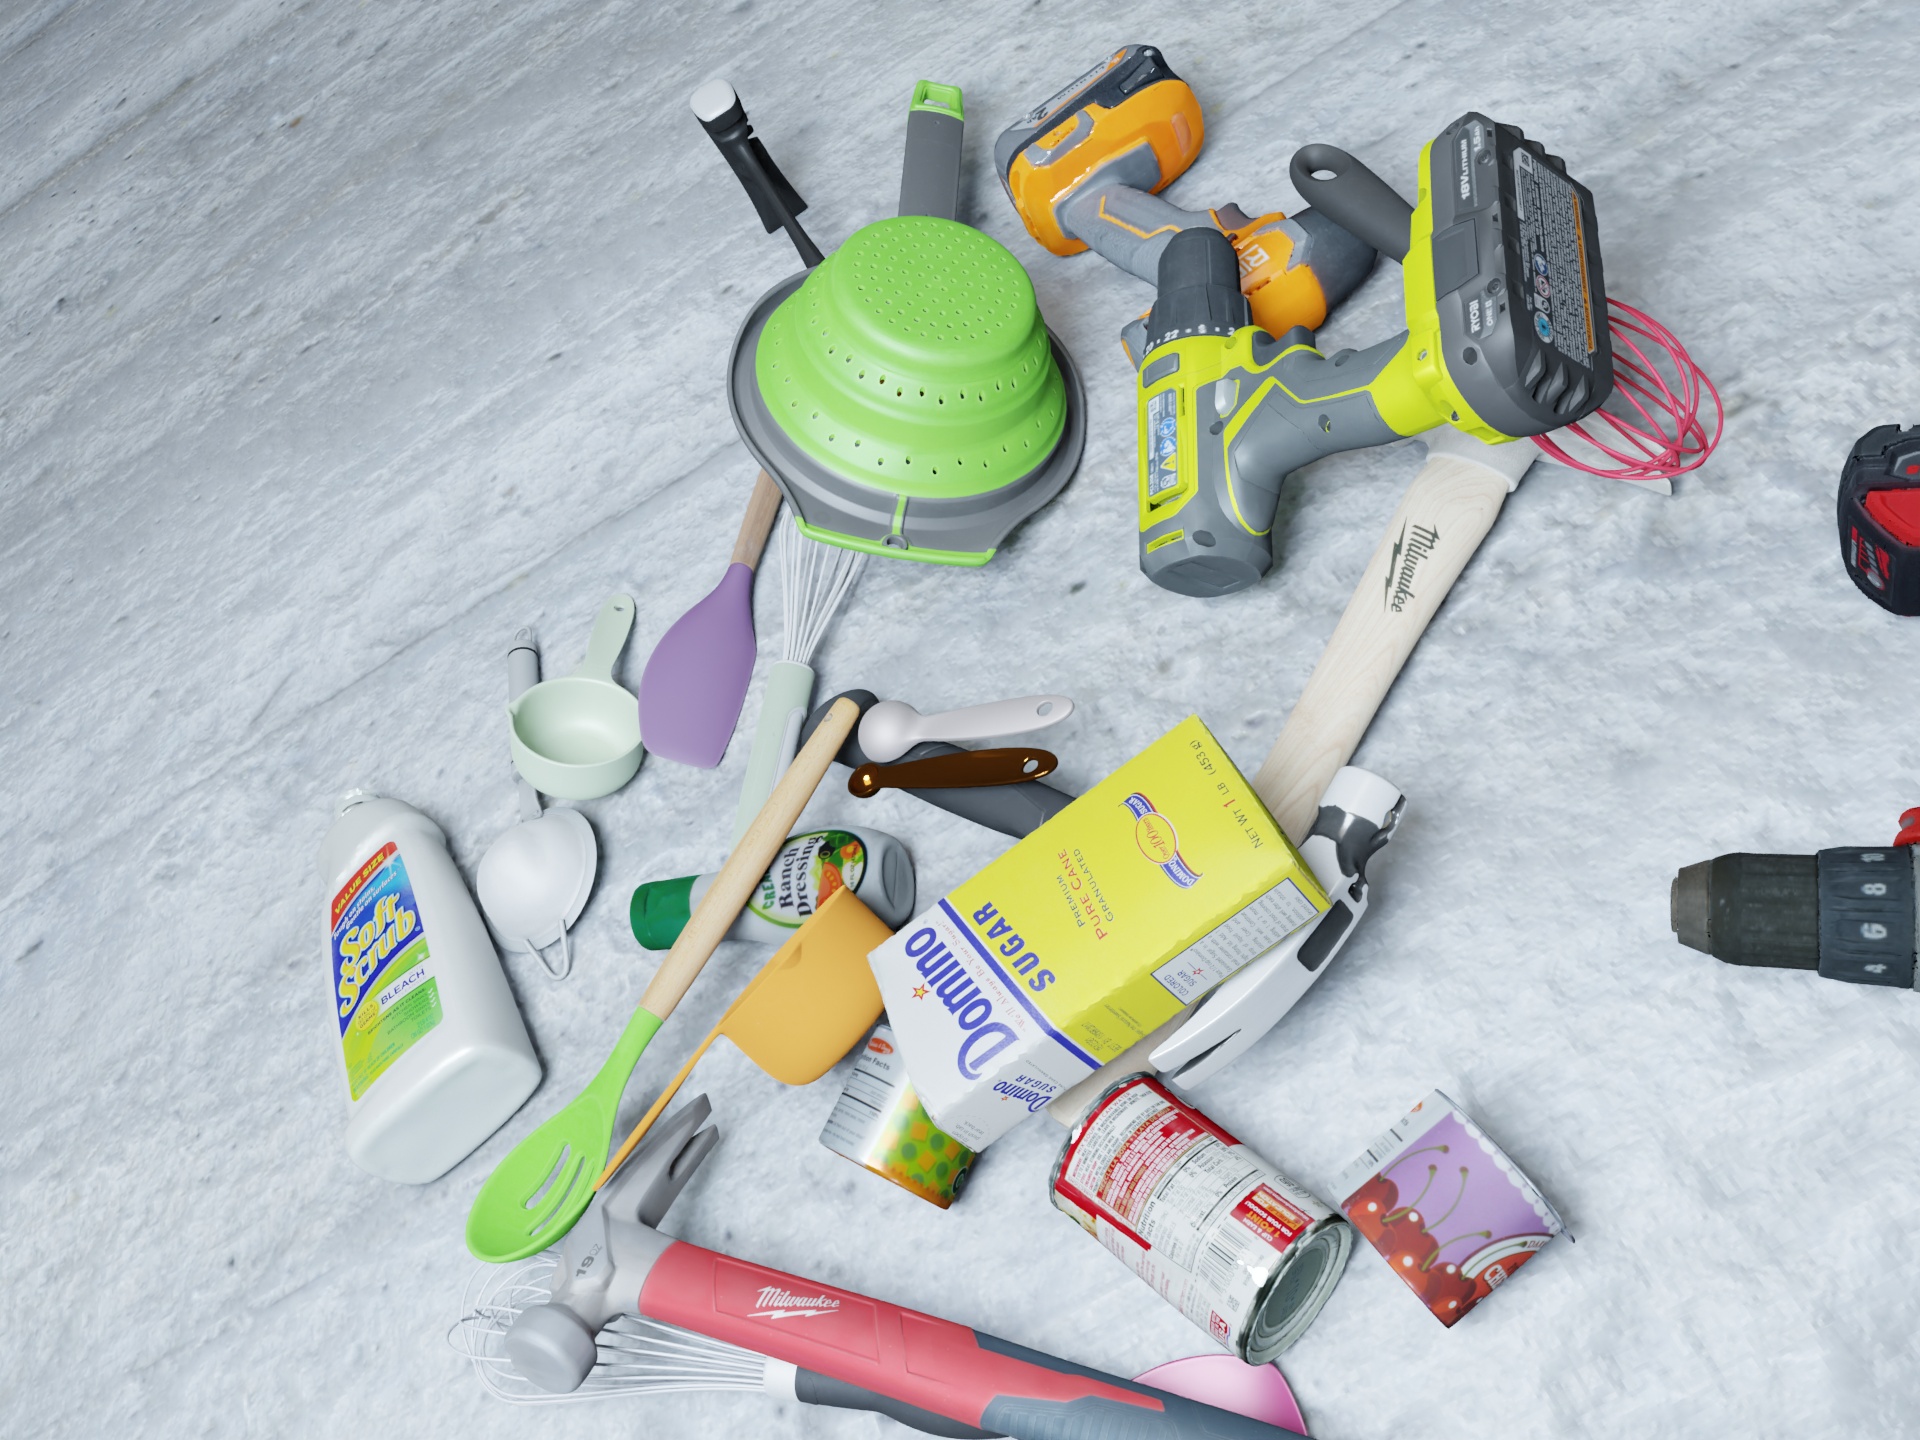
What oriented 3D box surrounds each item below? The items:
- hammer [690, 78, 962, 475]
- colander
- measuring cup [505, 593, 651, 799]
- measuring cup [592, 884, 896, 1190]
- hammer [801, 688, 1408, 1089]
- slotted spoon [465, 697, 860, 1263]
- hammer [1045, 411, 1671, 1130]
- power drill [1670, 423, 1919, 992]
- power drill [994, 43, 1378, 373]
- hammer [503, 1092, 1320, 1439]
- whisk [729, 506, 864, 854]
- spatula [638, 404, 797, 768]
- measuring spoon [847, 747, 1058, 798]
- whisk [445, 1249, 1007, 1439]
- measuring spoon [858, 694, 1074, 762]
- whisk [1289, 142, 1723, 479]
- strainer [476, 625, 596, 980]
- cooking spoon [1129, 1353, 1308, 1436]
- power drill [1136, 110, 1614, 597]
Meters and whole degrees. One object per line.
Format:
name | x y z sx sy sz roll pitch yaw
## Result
hammer | -0.076 -0.263 1.005 0.034 0.127 0.337 -32 61 4
colander | -0.017 -0.272 0.910 0.204 0.094 0.397 9 56 -8
measuring cup | -0.218 -0.016 0.948 0.083 0.038 0.168 10 39 -5
measuring cup | -0.091 0.156 0.720 0.052 0.095 0.173 41 76 -2
hammer | 0.033 0.049 0.745 0.335 0.035 0.146 21 73 45
slotted spoon | -0.134 0.120 0.769 0.070 0.031 0.314 14 67 48
hammer | 0.169 0.016 0.727 0.146 0.038 0.411 25 74 35
power drill | 0.375 0.000 0.605 0.188 0.080 0.227 0 64 28
power drill | 0.133 -0.291 0.912 0.164 0.084 0.227 -34 55 4
hammer | 0.013 0.248 0.631 0.386 0.038 0.143 8 36 24
whisk | -0.091 -0.035 0.889 0.059 0.057 0.246 2 66 21
spatula | -0.128 -0.113 0.967 0.059 0.018 0.316 17 62 -4
measuring spoon | -0.004 0.027 0.761 0.117 0.011 0.021 -6 51 31
whisk | -0.103 0.281 0.693 0.284 0.070 0.070 0 61 22
measuring spoon | -0.001 -0.002 0.773 0.124 0.018 0.034 -8 54 33
whisk | 0.244 -0.205 0.756 0.073 0.073 0.296 -36 51 3
strainer | -0.257 0.036 0.936 0.087 0.050 0.259 -31 47 17
cooking spoon | -0.009 0.338 0.628 0.319 0.017 0.069 -29 48 8
power drill | 0.170 -0.177 0.732 0.228 0.080 0.191 -19 63 49
